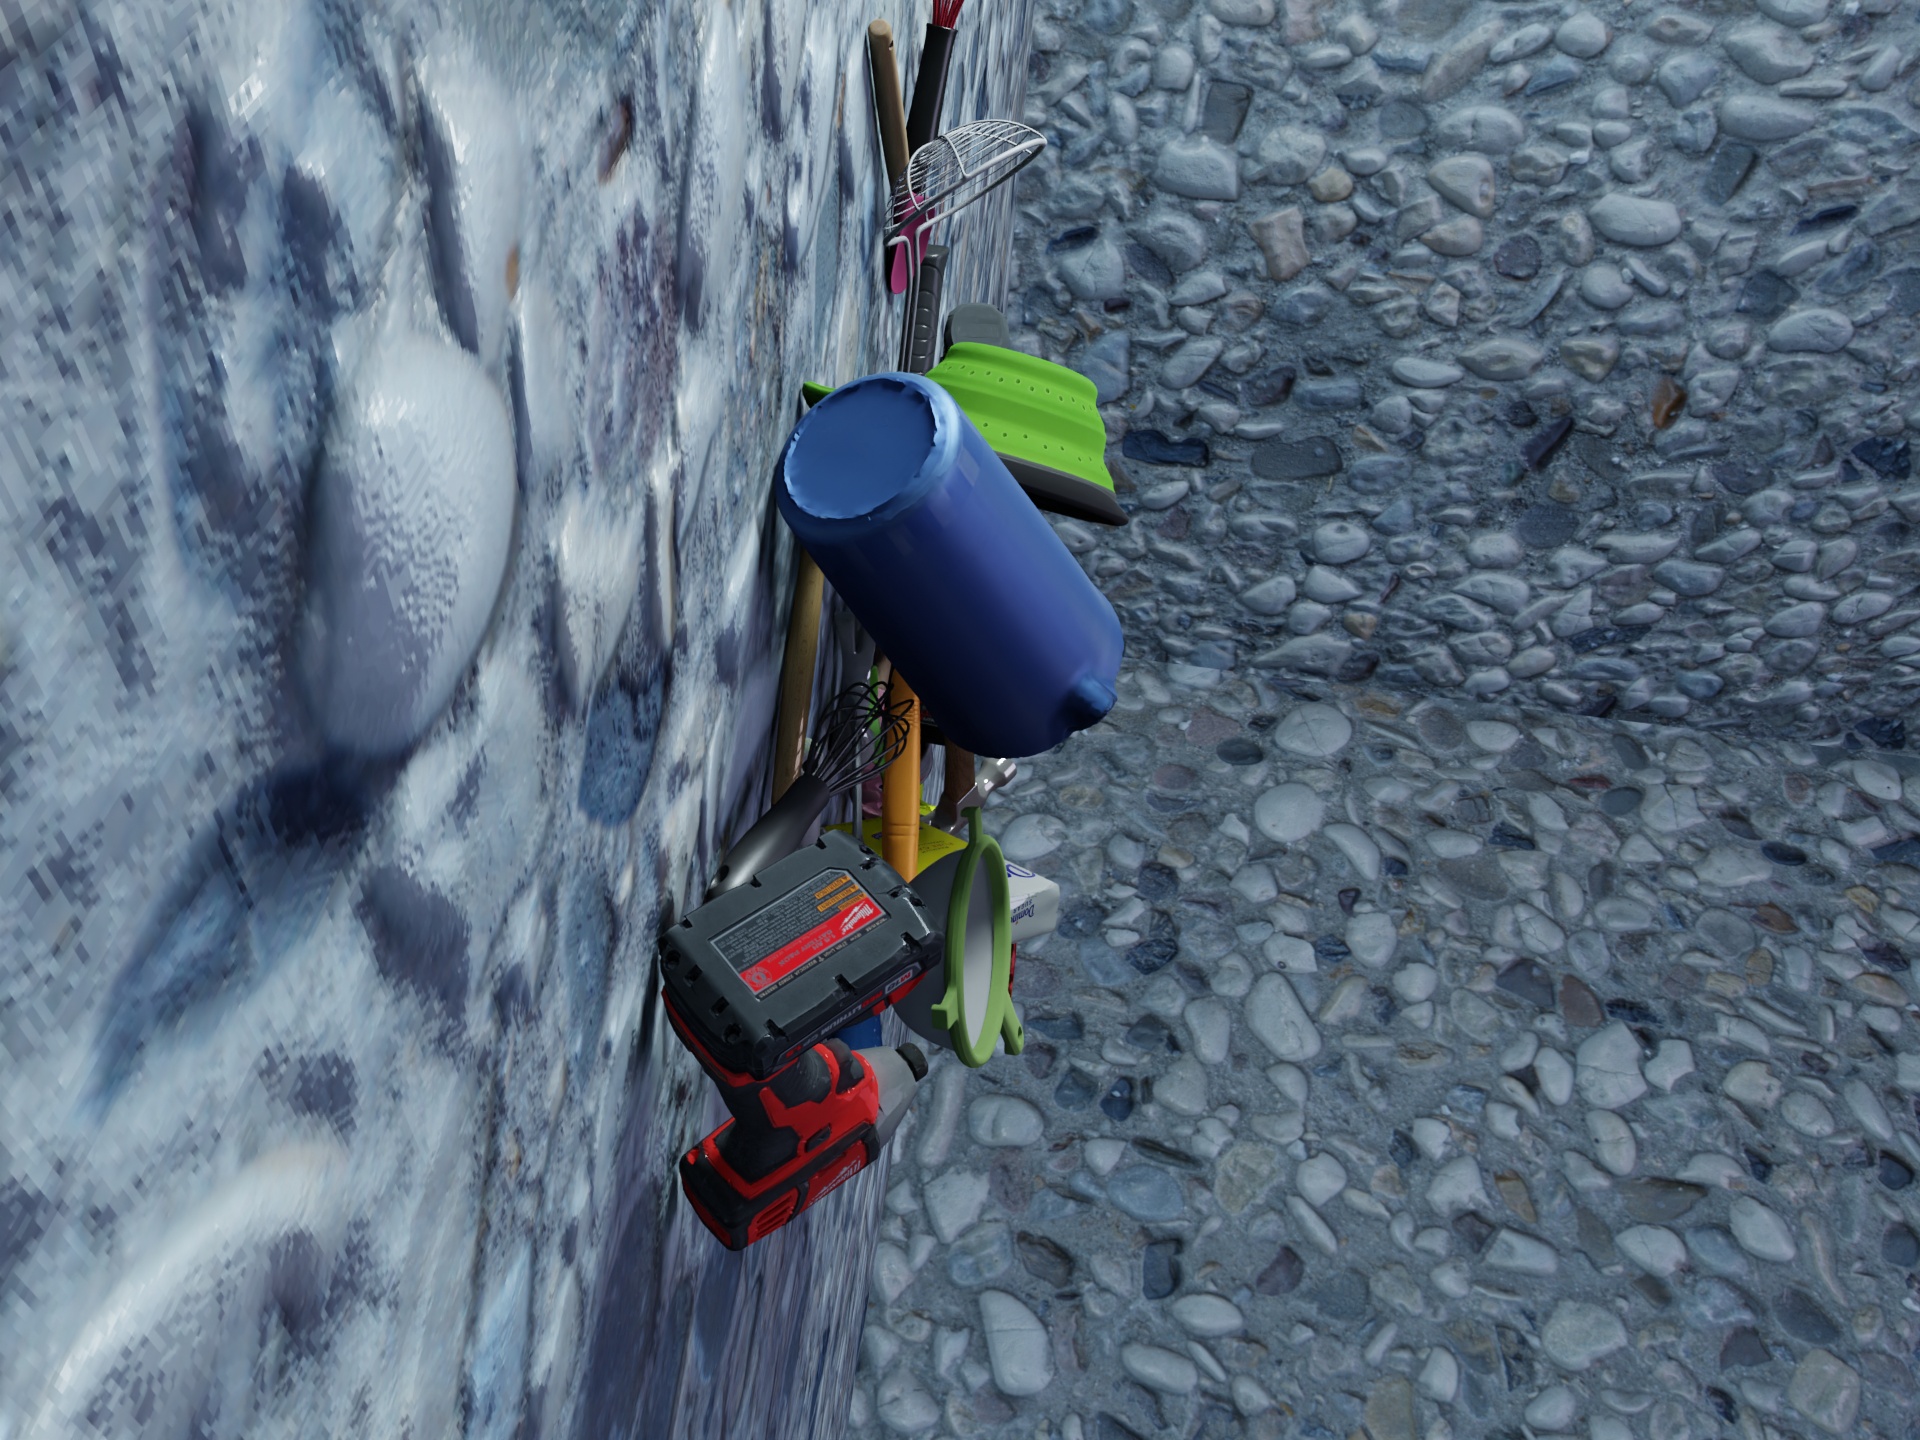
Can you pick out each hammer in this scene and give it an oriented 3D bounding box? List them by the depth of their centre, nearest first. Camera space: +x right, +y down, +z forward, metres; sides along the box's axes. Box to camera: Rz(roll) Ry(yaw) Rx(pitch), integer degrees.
[{"bbox_3d":[-0.069,0.079,1.046,0.406,0.035,0.144,-96,-171,-55],"label":"hammer"},{"bbox_3d":[-0.038,-0.007,1.128,0.127,0.034,0.337,-160,-109,-84],"label":"hammer"},{"bbox_3d":[-0.002,-0.004,1.259,0.130,0.031,0.331,-45,157,-25],"label":"hammer"},{"bbox_3d":[-0.044,-0.245,1.375,0.146,0.035,0.335,-40,137,-85],"label":"hammer"}]

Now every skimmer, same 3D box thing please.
[{"bbox_3d":[-0.017,-0.268,1.169,0.127,0.090,0.363,-39,153,-38],"label":"skimmer"}]

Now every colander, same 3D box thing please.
[{"bbox_3d":[0.004,-0.211,1.058,0.397,0.204,0.094,1,106,-69],"label":"colander"}]

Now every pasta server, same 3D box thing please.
[{"bbox_3d":[-0.064,-0.051,1.445,0.060,0.040,0.316,55,38,-58],"label":"pasta server"}]

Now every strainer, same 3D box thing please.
[{"bbox_3d":[-0.004,0.176,1.087,0.256,0.069,0.152,72,23,-57],"label":"strainer"}]

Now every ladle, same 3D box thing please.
[{"bbox_3d":[-0.101,0.024,0.938,0.069,0.031,0.315,53,42,-78],"label":"ladle"}]

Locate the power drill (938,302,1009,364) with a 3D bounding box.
[{"bbox_3d":[0.010,-0.243,1.450,0.171,0.080,0.223,110,-19,-80],"label":"power drill"}]

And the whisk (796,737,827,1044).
[{"bbox_3d":[-0.103,0.132,1.005,0.059,0.057,0.246,12,-78,51],"label":"whisk"}]

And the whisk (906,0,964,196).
[{"bbox_3d":[-0.009,-0.520,1.144,0.073,0.073,0.295,-77,-179,-66],"label":"whisk"}]

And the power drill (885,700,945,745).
[{"bbox_3d":[-0.017,-0.073,1.312,0.226,0.080,0.188,94,10,-51],"label":"power drill"}]

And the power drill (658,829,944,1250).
[{"bbox_3d":[-0.072,0.162,0.777,0.143,0.079,0.219,-30,146,-28],"label":"power drill"}]

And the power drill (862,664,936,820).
[{"bbox_3d":[-0.053,0.047,1.590,0.190,0.080,0.229,93,2,-63],"label":"power drill"}]

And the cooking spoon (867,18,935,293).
[{"bbox_3d":[-0.043,-0.384,1.106,0.069,0.017,0.318,-60,173,-9],"label":"cooking spoon"}]

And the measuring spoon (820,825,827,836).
[{"bbox_3d":[-0.094,0.108,1.145,0.124,0.018,0.034,-130,-141,-60],"label":"measuring spoon"}]

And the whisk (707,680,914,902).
[{"bbox_3d":[-0.081,0.040,0.885,0.239,0.055,0.055,-55,155,-57],"label":"whisk"}]

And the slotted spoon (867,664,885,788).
[{"bbox_3d":[-0.054,0.074,1.358,0.313,0.031,0.070,74,22,-43],"label":"slotted spoon"}]
